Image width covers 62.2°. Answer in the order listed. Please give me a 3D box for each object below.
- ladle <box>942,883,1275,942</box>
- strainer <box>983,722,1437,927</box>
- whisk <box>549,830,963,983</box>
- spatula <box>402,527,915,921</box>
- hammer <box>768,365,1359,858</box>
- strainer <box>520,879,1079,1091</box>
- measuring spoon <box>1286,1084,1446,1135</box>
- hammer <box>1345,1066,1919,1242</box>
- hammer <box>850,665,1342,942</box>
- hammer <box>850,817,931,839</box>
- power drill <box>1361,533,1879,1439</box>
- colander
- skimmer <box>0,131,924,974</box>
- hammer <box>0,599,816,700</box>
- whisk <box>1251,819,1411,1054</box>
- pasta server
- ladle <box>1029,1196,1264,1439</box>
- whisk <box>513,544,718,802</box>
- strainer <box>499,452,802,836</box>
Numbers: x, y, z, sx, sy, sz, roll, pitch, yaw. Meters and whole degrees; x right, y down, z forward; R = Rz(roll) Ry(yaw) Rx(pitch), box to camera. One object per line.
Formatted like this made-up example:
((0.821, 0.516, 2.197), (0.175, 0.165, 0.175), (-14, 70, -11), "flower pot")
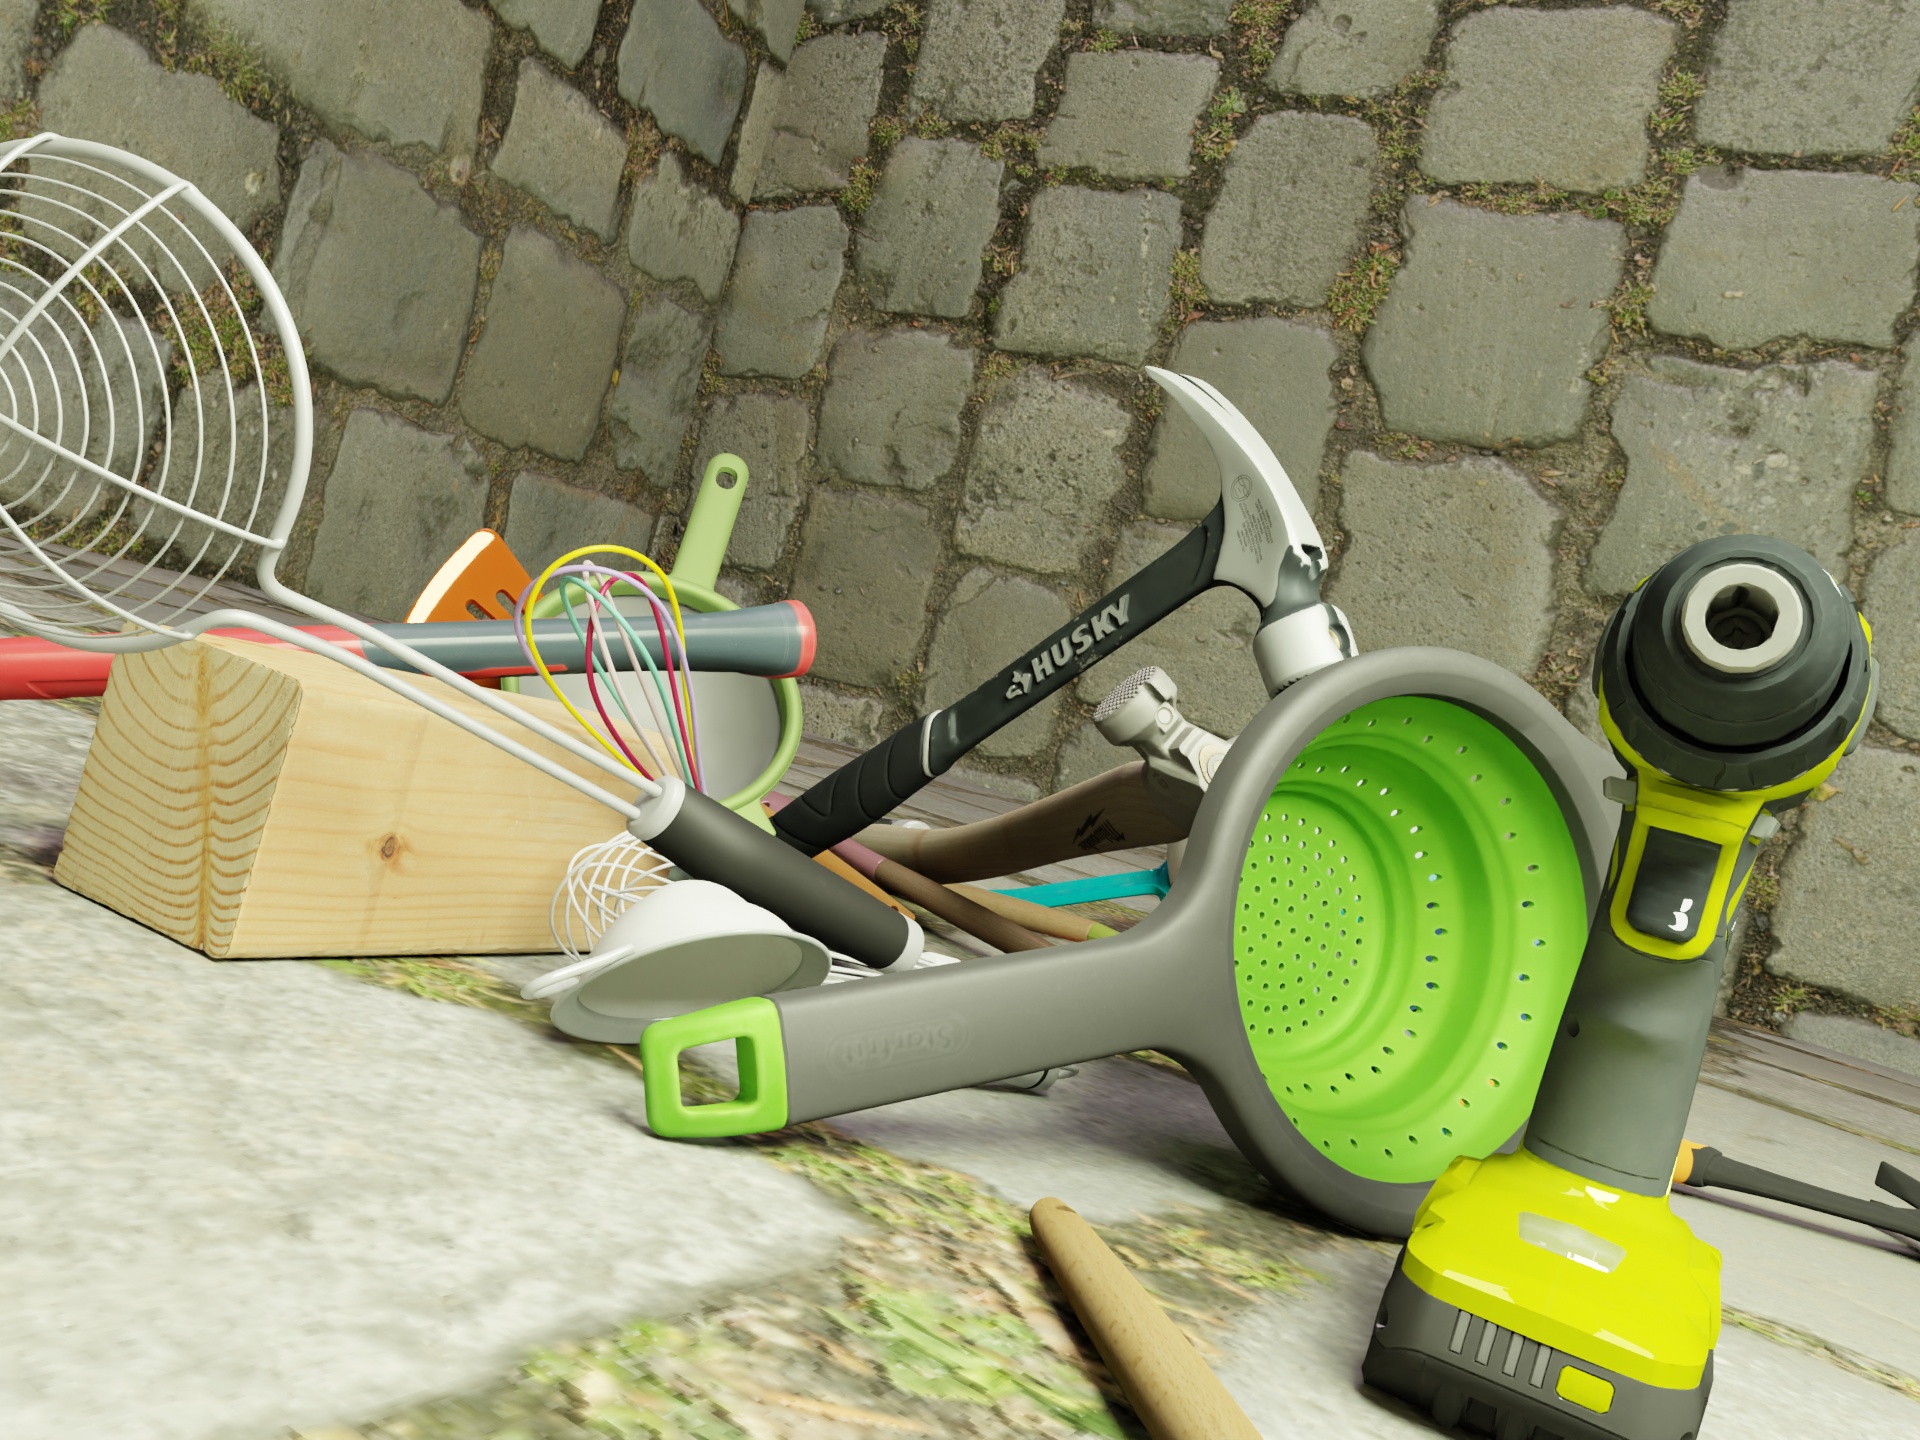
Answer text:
((0.064, 0.114, 0.978), (0.320, 0.062, 0.078), (10, 2, 42), "ladle")
((0.158, 0.061, 1.020), (0.340, 0.095, 0.211), (-10, 14, 13), "strainer")
((-0.035, 0.100, 0.645), (0.284, 0.070, 0.070), (22, -3, -36), "whisk")
((-0.152, 0.023, 0.872), (0.322, 0.081, 0.041), (36, -22, -12), "spatula")
((-0.001, -0.002, 0.728), (0.036, 0.149, 0.409), (3, -26, -40), "hammer")
((-0.041, 0.097, 0.539), (0.087, 0.050, 0.258), (-31, -38, 28), "strainer")
((0.185, 0.181, 0.713), (0.128, 0.021, 0.042), (27, 5, -42), "measuring spoon")
((0.344, 0.213, 0.793), (0.337, 0.034, 0.127), (16, 1, 0), "hammer")
((0.039, 0.072, 0.872), (0.146, 0.038, 0.410), (48, -25, -10), "hammer")
((-0.194, 0.053, 1.073), (0.334, 0.035, 0.146), (13, -5, -28), "hammer")
((0.175, 0.067, 0.407), (0.080, 0.228, 0.190), (16, 0, 25), "power drill")
((0.074, 0.084, 0.552), (0.397, 0.204, 0.094), (-5, -1, -28), "colander")
((-0.141, -0.019, 0.483), (0.362, 0.127, 0.090), (36, 21, -39), "skimmer")
((-0.231, -0.032, 0.641), (0.386, 0.038, 0.143), (-5, -15, -31), "hammer")
((0.187, 0.112, 0.804), (0.055, 0.055, 0.239), (16, 27, -26), "whisk")
((-0.031, 0.105, 0.939), (0.316, 0.040, 0.060), (24, -25, 35), "pasta server")
((0.053, 0.140, 0.282), (0.069, 0.031, 0.315), (18, -2, -11), "ladle")
((-0.104, 0.024, 0.614), (0.051, 0.047, 0.244), (18, -33, 27), "whisk")
((-0.155, -0.038, 0.845), (0.151, 0.257, 0.069), (19, -41, -12), "strainer")
